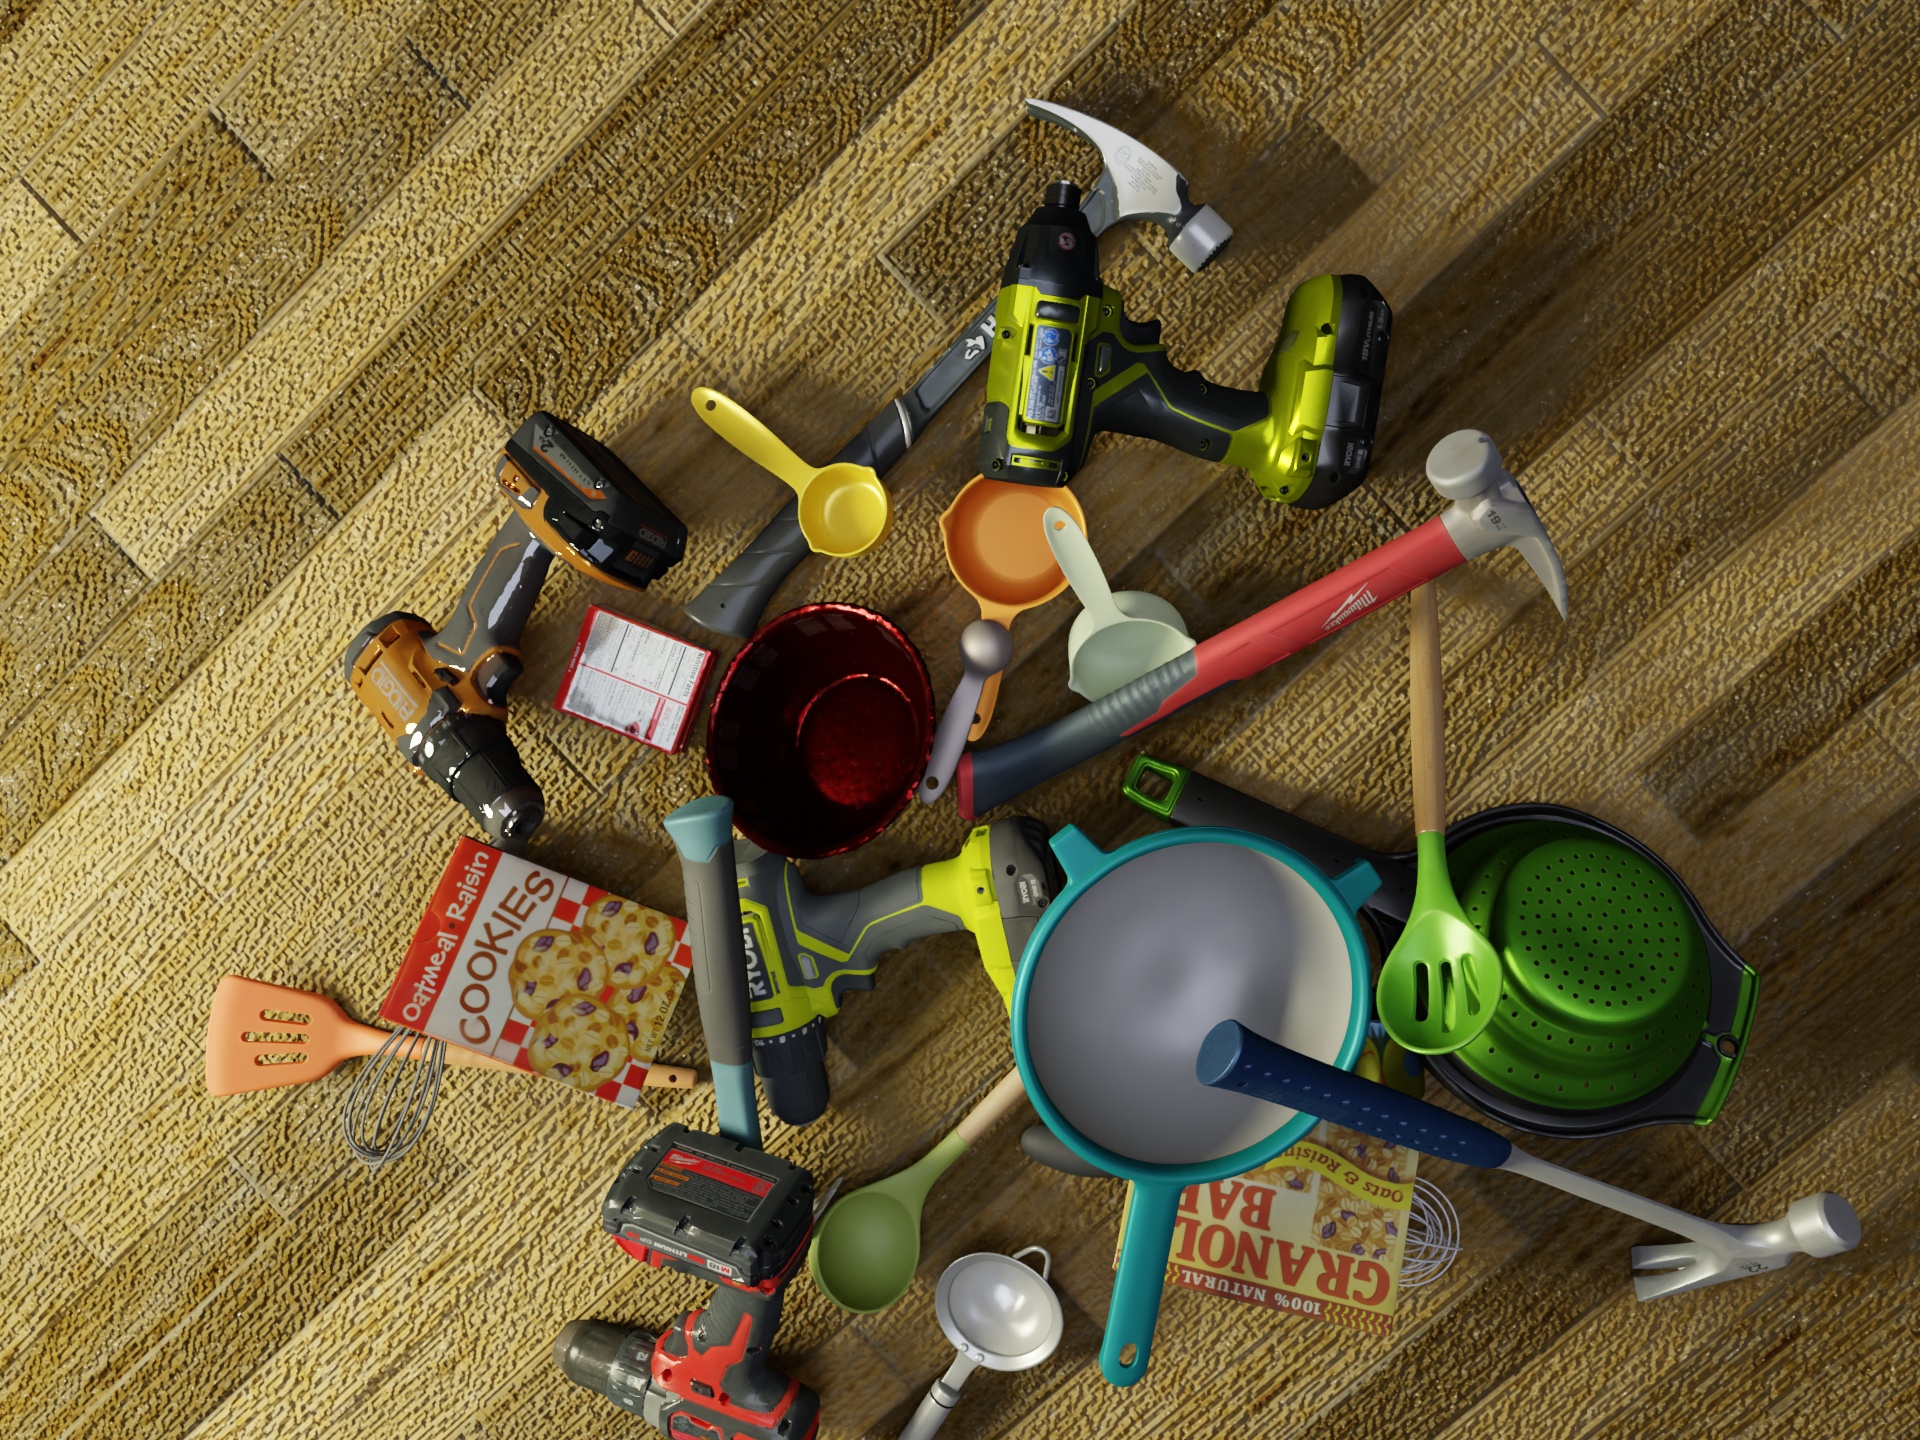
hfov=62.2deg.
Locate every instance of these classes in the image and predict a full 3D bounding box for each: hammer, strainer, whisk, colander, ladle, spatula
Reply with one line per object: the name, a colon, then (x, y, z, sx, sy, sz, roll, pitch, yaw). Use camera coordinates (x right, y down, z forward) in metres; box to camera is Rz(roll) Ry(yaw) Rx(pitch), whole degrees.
hammer: (-0.145, 0.196, 0.984, 0.128, 0.033, 0.330, 7, 116, 19)
strainer: (-0.007, 0.438, 1.057, 0.087, 0.050, 0.258, 33, 103, 7)
strainer: (0.115, 0.217, 0.943, 0.211, 0.095, 0.340, 7, 100, -11)
hammer: (0.164, -0.027, 0.955, 0.386, 0.038, 0.143, -29, 132, 23)
whisk: (0.178, 0.302, 1.022, 0.284, 0.070, 0.070, 12, 97, 9)
colander: (0.283, 0.100, 0.941, 0.397, 0.094, 0.204, 24, 70, 12)
hammer: (0.312, 0.255, 0.914, 0.405, 0.035, 0.144, 23, 140, -17)
ladle: (0.023, 0.256, 1.025, 0.078, 0.062, 0.320, 42, 97, -18)
whisk: (-0.337, 0.177, 1.038, 0.055, 0.055, 0.239, 22, 80, 3)
hammer: (-0.026, -0.205, 0.997, 0.149, 0.036, 0.409, 45, 98, 1)
spatula: (-0.337, 0.224, 1.064, 0.322, 0.041, 0.081, 5, 87, 3)

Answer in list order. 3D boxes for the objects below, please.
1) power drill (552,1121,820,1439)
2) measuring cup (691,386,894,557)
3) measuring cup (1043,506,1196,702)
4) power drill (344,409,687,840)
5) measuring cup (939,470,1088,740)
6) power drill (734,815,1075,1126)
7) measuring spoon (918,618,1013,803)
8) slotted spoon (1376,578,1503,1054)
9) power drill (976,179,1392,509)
power drill: (-0.179, 0.372, 1.017, 0.188, 0.080, 0.226, 14, 119, 17)
measuring cup: (-0.105, -0.158, 0.986, 0.156, 0.029, 0.062, 39, 98, 14)
measuring cup: (0.085, -0.075, 0.956, 0.083, 0.038, 0.167, -20, 131, 15)
power drill: (-0.269, -0.054, 0.983, 0.226, 0.084, 0.185, -50, 61, 8)
measuring cup: (0.027, -0.074, 0.998, 0.095, 0.052, 0.173, 13, 101, 4)
power drill: (-0.045, 0.158, 1.012, 0.228, 0.080, 0.190, -11, 105, 9)
measuring spoon: (-0.002, -0.003, 0.978, 0.034, 0.018, 0.124, 23, 104, 8)
slotted spoon: (0.273, 0.043, 0.918, 0.070, 0.031, 0.314, -13, 56, 33)
power drill: (0.129, -0.213, 0.932, 0.223, 0.080, 0.171, 7, 96, -11)
